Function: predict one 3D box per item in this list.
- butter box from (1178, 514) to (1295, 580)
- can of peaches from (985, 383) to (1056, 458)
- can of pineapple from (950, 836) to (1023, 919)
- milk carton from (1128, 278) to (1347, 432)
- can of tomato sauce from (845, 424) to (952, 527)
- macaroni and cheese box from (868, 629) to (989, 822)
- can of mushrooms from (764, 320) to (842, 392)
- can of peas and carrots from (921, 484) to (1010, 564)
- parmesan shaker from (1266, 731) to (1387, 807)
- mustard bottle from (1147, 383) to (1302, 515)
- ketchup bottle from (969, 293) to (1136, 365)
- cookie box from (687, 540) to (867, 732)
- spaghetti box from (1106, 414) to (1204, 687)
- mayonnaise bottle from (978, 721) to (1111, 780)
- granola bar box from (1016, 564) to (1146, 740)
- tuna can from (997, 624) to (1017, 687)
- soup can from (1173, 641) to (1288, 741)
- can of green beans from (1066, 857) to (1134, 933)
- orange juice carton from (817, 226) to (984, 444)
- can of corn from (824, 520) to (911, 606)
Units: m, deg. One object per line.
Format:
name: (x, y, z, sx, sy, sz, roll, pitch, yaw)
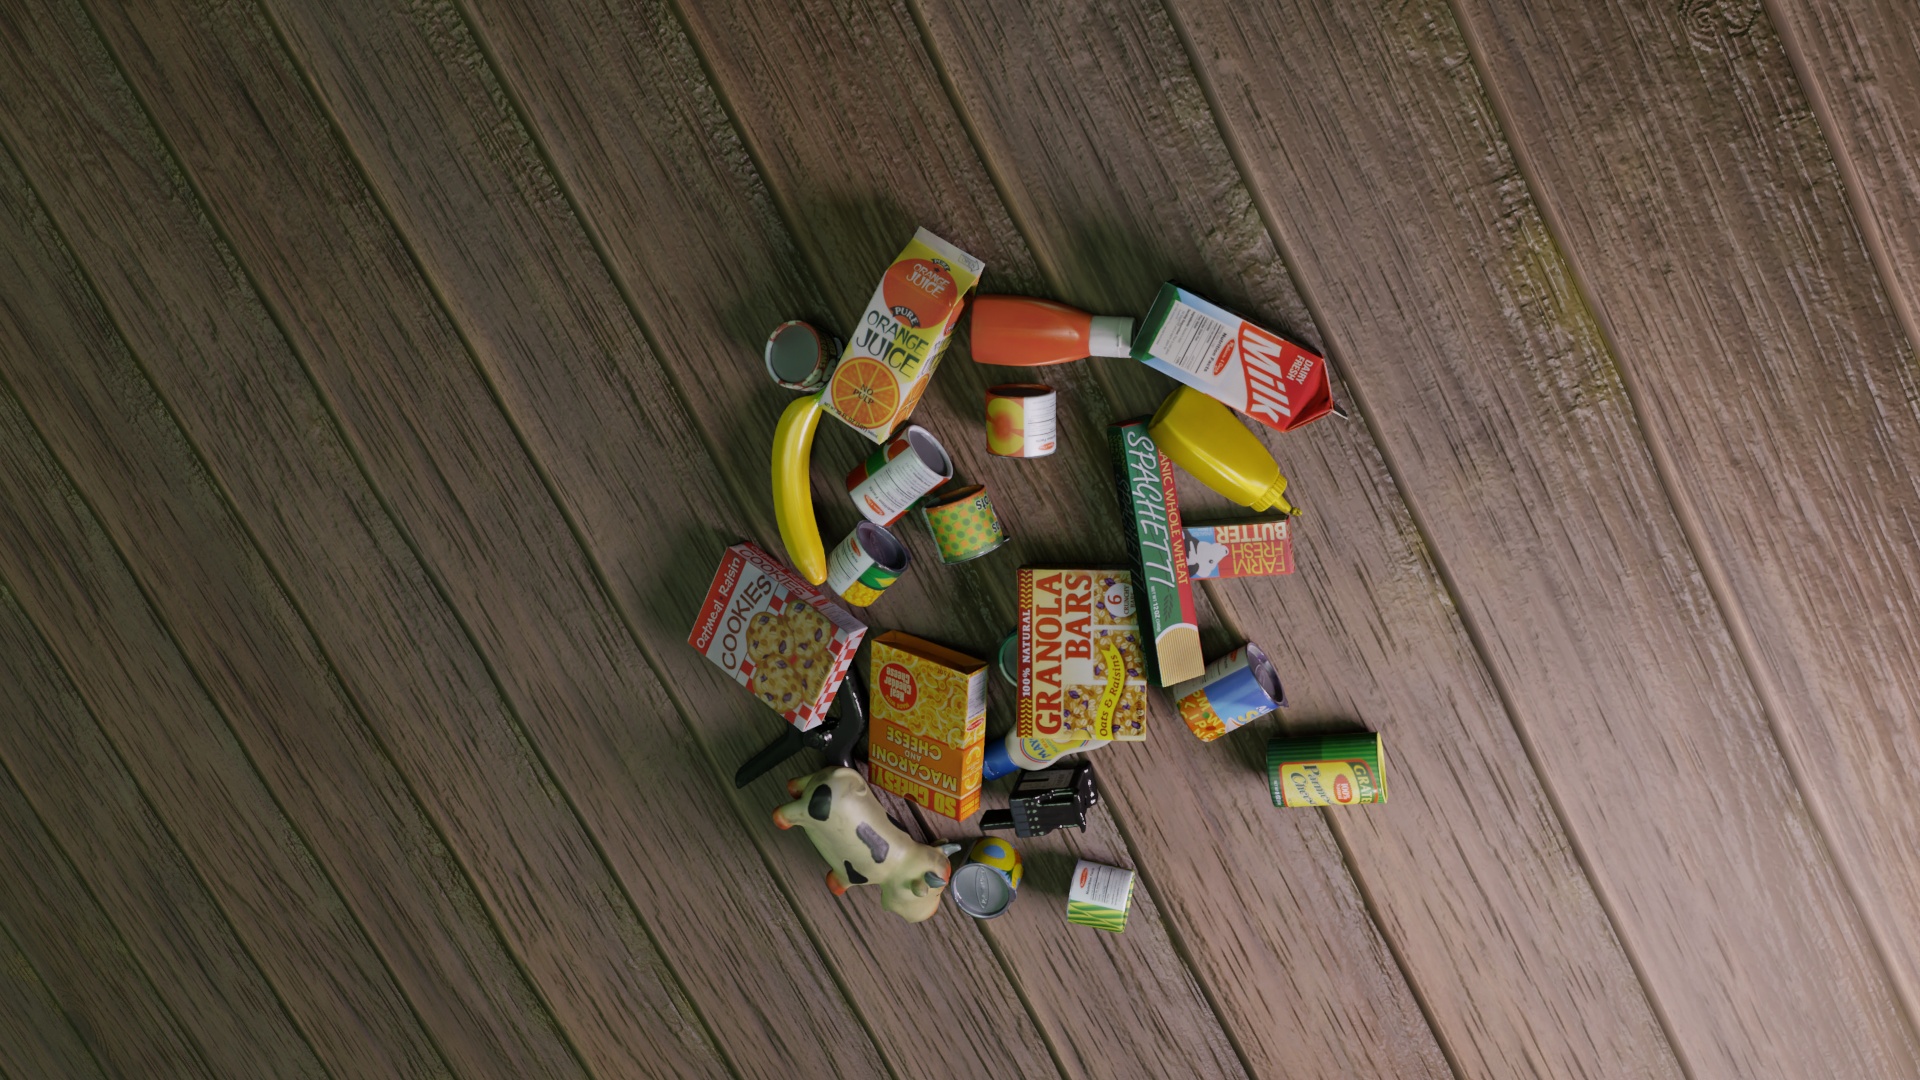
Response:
butter box: (0.256, 0.007, 1.291, 0.103, 0.024, 0.053, -4, 106, 18)
can of peaches: (0.054, -0.112, 1.291, 0.071, 0.071, 0.058, 4, 109, 16)
can of pineapple: (0.030, 0.354, 1.458, 0.071, 0.058, 0.070, 5, 110, 15)
milk carton: (0.250, -0.153, 1.209, 0.191, 0.072, 0.073, 28, 107, 7)
can of tomato sauce: (-0.059, -0.064, 1.343, 0.083, 0.071, 0.071, -37, 95, 24)
macaroni and cheese box: (-0.036, 0.188, 1.412, 0.124, 0.040, 0.165, 16, 113, 33)
can of mushrooms: (-0.151, -0.178, 1.337, 0.071, 0.033, 0.071, -1, 87, 26)
can of peas and carrots: (0.005, -0.017, 1.338, 0.071, 0.071, 0.058, -16, 102, 21)
parmesan shaker: (0.346, 0.219, 1.312, 0.103, 0.071, 0.071, -7, 106, 19)
mustard bottle: (0.243, -0.070, 1.248, 0.160, 0.065, 0.048, 40, 157, -7)
ketchup bottle: (0.084, -0.189, 1.267, 0.149, 0.044, 0.064, 6, 111, 15)
cookie box: (-0.190, 0.096, 1.426, 0.168, 0.040, 0.122, 34, 111, 20)
spaghetti box: (0.180, 0.010, 1.283, 0.050, 0.028, 0.249, -14, 99, -25)
mayonnaise bottle: (0.085, 0.198, 1.398, 0.147, 0.041, 0.064, -30, 96, 23)
granola bar box: (0.116, 0.107, 1.327, 0.124, 0.039, 0.165, 0, 94, 6)
tuna can: (0.074, 0.113, 1.378, 0.071, 0.033, 0.070, 6, 110, 16)
soup can: (0.256, 0.147, 1.315, 0.083, 0.071, 0.071, -32, 96, 24)
can of green beans: (0.144, 0.364, 1.422, 0.058, 0.071, 0.071, 10, 111, 13)
orange juice carton: (-0.052, -0.192, 1.292, 0.072, 0.073, 0.191, 33, 114, 5)
can of corn: (-0.093, 0.024, 1.383, 0.071, 0.071, 0.058, 45, 115, -1)
